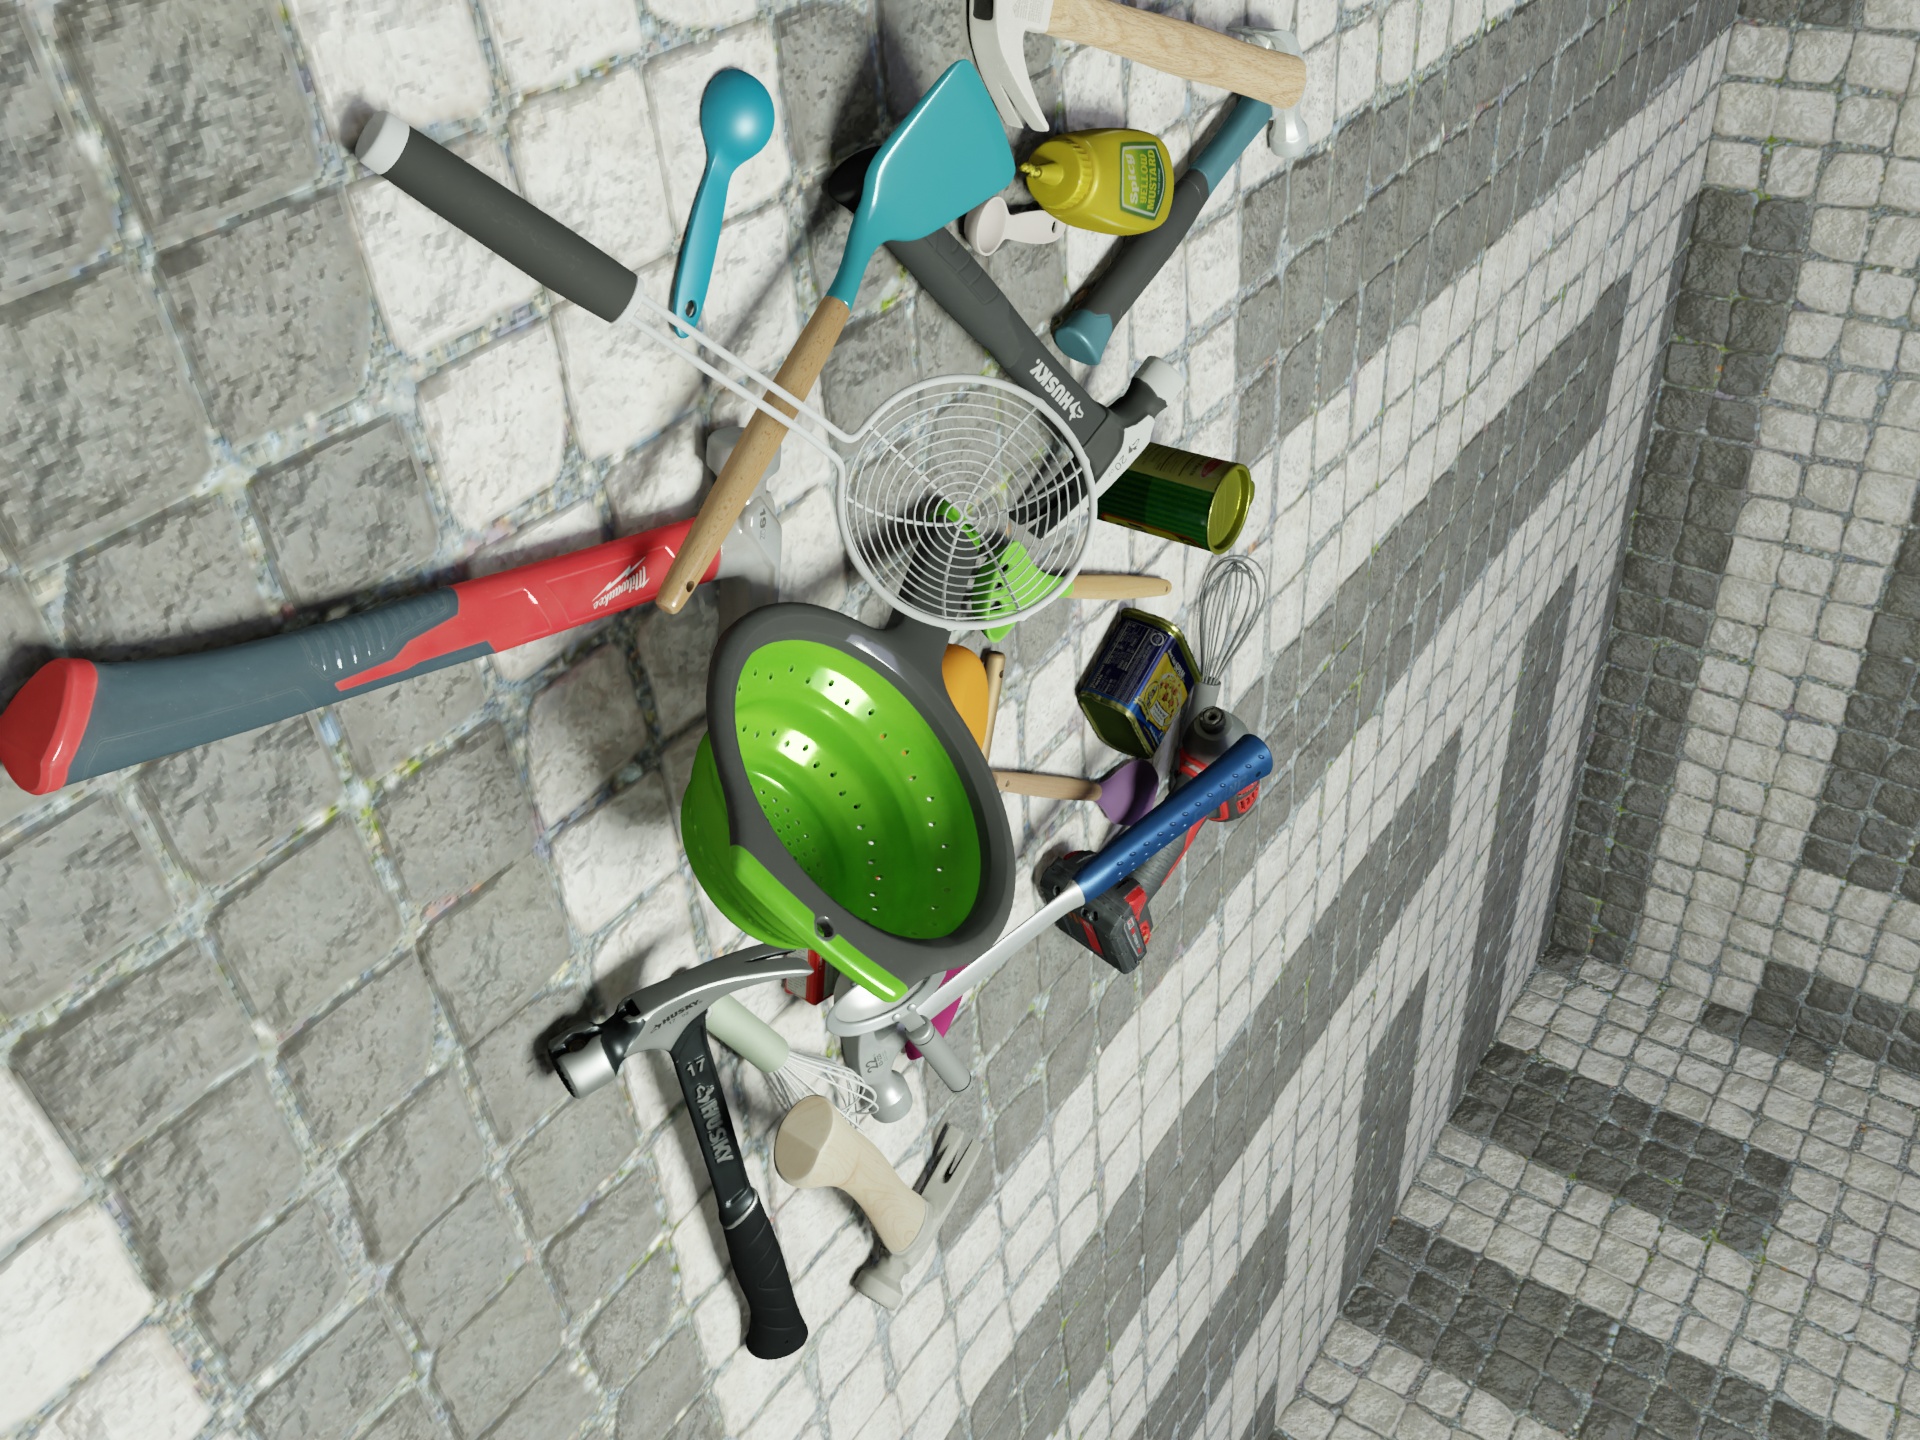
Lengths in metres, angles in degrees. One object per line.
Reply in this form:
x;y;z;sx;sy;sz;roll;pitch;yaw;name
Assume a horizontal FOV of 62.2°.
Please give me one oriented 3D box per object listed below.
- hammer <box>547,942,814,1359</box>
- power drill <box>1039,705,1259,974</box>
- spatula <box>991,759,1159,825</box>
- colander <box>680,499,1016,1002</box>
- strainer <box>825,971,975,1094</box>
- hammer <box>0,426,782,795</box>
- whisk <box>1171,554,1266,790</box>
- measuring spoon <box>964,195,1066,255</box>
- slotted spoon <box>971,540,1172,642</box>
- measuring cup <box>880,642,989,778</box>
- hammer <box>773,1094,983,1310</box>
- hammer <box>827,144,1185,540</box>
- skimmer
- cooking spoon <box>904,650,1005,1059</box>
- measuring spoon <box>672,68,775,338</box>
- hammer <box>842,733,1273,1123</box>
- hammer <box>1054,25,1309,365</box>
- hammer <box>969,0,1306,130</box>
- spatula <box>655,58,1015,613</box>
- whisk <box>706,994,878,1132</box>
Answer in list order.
-0.139;0.291;0.999;0.149;0.036;0.408;-28;137;-22;hammer
0.167;0.089;1.315;0.220;0.079;0.143;-49;151;-15;power drill
0.098;0.054;1.286;0.315;0.018;0.060;9;97;-61;spatula
-0.059;0.001;0.872;0.204;0.094;0.397;43;33;-19;colander
-0.032;0.204;1.067;0.087;0.050;0.258;-31;143;-3;strainer
-0.217;-0.030;0.704;0.386;0.038;0.143;-27;131;-50;hammer
0.223;-0.033;1.409;0.055;0.055;0.238;-25;132;-51;whisk
0.033;-0.305;0.977;0.124;0.018;0.034;-28;135;-58;measuring spoon
0.088;-0.097;1.172;0.313;0.031;0.070;-9;112;-59;slotted spoon
-0.002;-0.003;1.026;0.173;0.052;0.095;10;85;-72;measuring cup
-0.054;0.308;1.085;0.146;0.038;0.410;-58;160;-19;hammer
0.022;-0.228;0.957;0.146;0.035;0.334;-52;145;4;hammer
-0.084;-0.153;0.698;0.363;0.090;0.127;28;82;-42;skimmer
-0.002;0.102;1.152;0.068;0.017;0.318;-12;118;-51;cooking spoon
-0.113;-0.245;0.760;0.042;0.021;0.128;4;103;-59;measuring spoon
0.078;0.130;1.178;0.405;0.035;0.143;-35;136;-21;hammer
0.161;-0.368;1.123;0.331;0.033;0.128;-55;148;-24;hammer
0.121;-0.422;0.993;0.331;0.031;0.130;-11;119;-48;hammer
-0.065;-0.186;0.789;0.318;0.044;0.082;-64;150;-18;spatula
-0.116;0.215;1.014;0.246;0.058;0.059;56;25;-51;whisk
